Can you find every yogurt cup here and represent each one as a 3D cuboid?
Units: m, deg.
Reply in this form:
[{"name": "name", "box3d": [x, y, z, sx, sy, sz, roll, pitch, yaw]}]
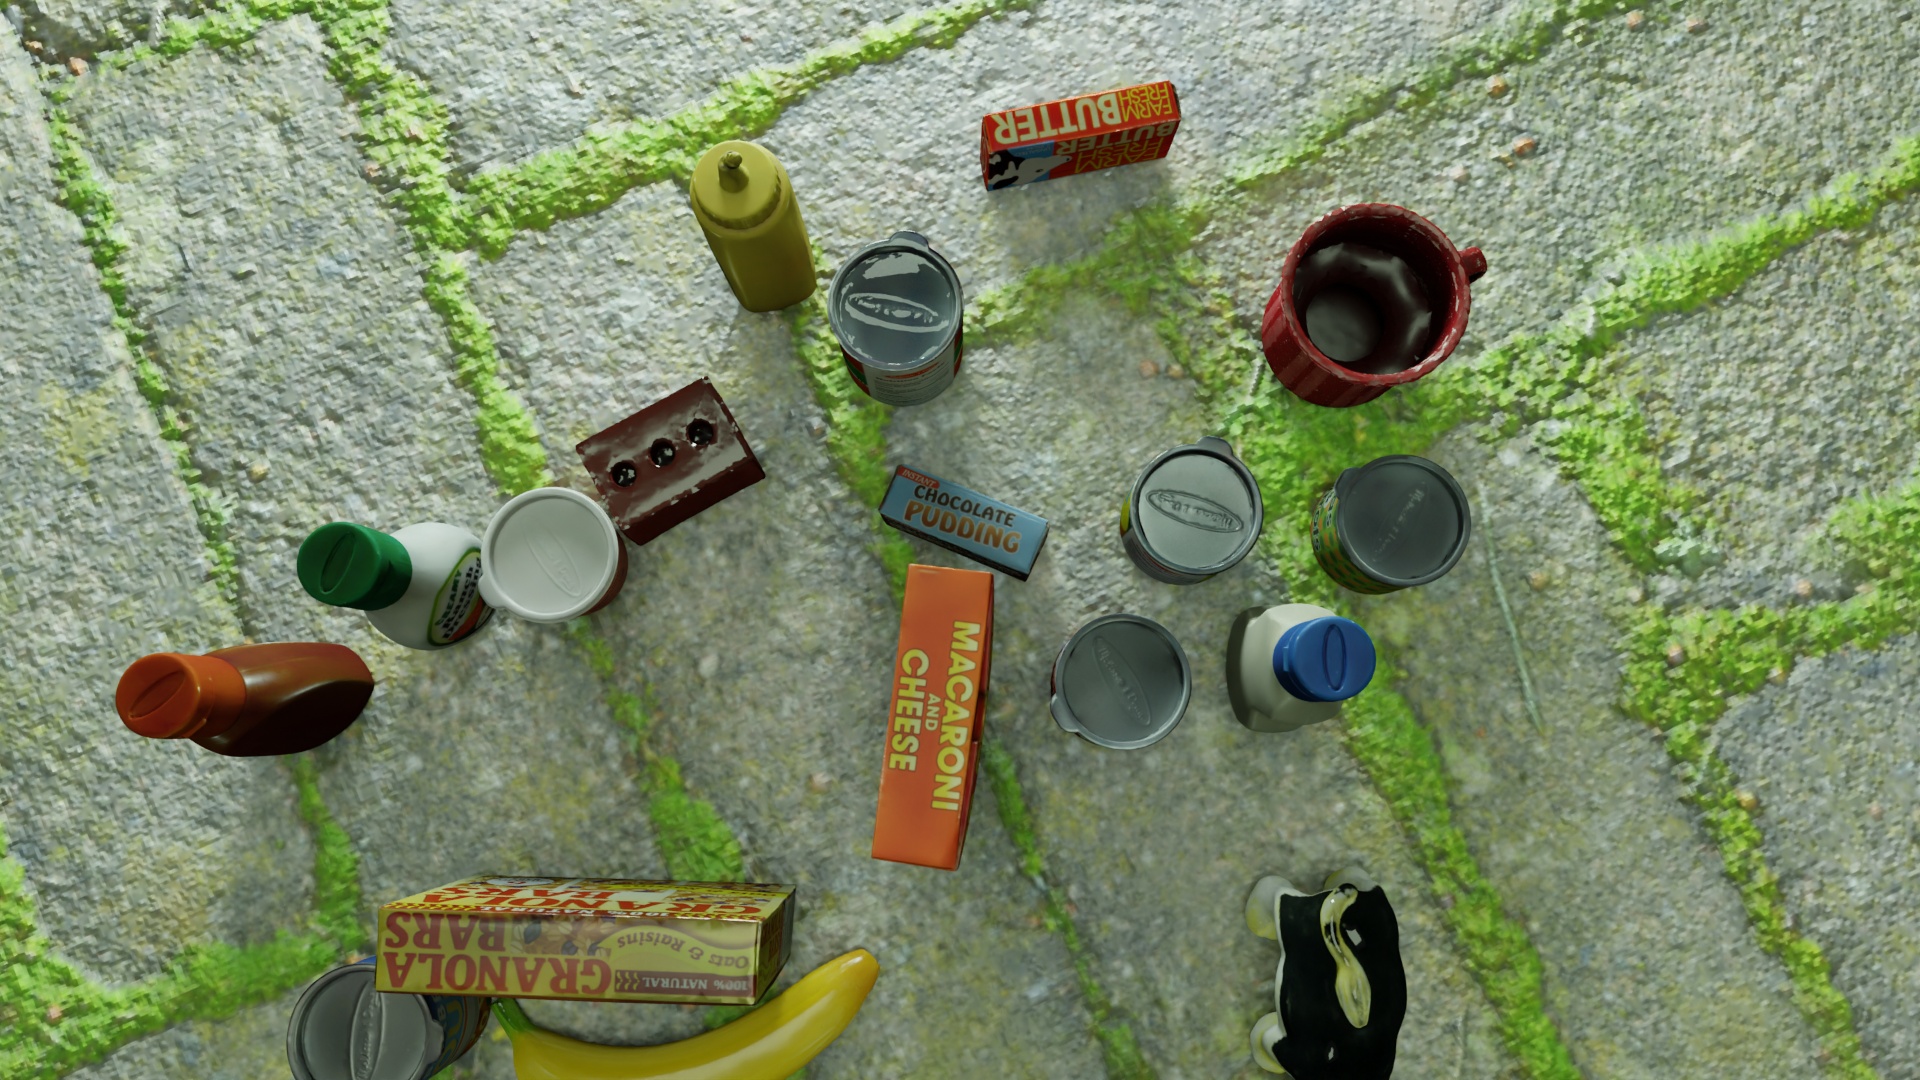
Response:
[{"name": "yogurt cup", "box3d": [-0.203, 0.010, 0.711, 0.072, 0.054, 0.072, 0, 82, 0]}]

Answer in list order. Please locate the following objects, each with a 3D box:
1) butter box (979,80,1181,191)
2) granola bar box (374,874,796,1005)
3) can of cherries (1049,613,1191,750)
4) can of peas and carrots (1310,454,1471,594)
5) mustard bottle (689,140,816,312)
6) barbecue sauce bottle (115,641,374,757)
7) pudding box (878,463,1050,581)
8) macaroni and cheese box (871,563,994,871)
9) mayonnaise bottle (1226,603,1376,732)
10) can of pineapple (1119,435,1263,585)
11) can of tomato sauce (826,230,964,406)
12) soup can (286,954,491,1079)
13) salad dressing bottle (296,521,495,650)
[{"name": "butter box", "box3d": [0.062, -0.216, 0.742, 0.103, 0.053, 0.024, -11, 83, -1]}, {"name": "granola bar box", "box3d": [-0.167, 0.185, 0.652, 0.166, 0.124, 0.039, 2, 83, 0]}, {"name": "can of cherries", "box3d": [0.077, 0.073, 0.700, 0.071, 0.058, 0.071, 0, 83, 0]}, {"name": "can of peas and carrots", "box3d": [0.216, -0.008, 0.710, 0.071, 0.058, 0.071, 0, 83, 0]}, {"name": "mustard bottle", "box3d": [-0.103, -0.160, 0.680, 0.049, 0.160, 0.065, -18, 83, -2]}, {"name": "barbecue sauce bottle", "box3d": [-0.336, 0.074, 0.655, 0.065, 0.148, 0.044, -40, 84, -4]}, {"name": "pudding box", "box3d": [0.003, -0.009, 0.715, 0.084, 0.049, 0.030, 22, 83, 3]}, {"name": "macaroni and cheese box", "box3d": [-0.009, 0.080, 0.644, 0.040, 0.166, 0.124, 7, 83, 1]}, {"name": "mayonnaise bottle", "box3d": [0.158, 0.059, 0.656, 0.041, 0.148, 0.065, 0, 83, 0]}, {"name": "can of pineapple", "box3d": [0.118, -0.013, 0.712, 0.071, 0.058, 0.071, 0, 83, 0]}, {"name": "can of tomato sauce", "box3d": [-0.031, -0.111, 0.713, 0.071, 0.083, 0.071, 0, 83, 0]}, {"name": "soup can", "box3d": [-0.268, 0.230, 0.666, 0.071, 0.083, 0.071, 0, 83, 0]}, {"name": "salad dressing bottle", "box3d": [-0.265, 0.019, 0.663, 0.044, 0.147, 0.064, 22, 83, 3]}]
